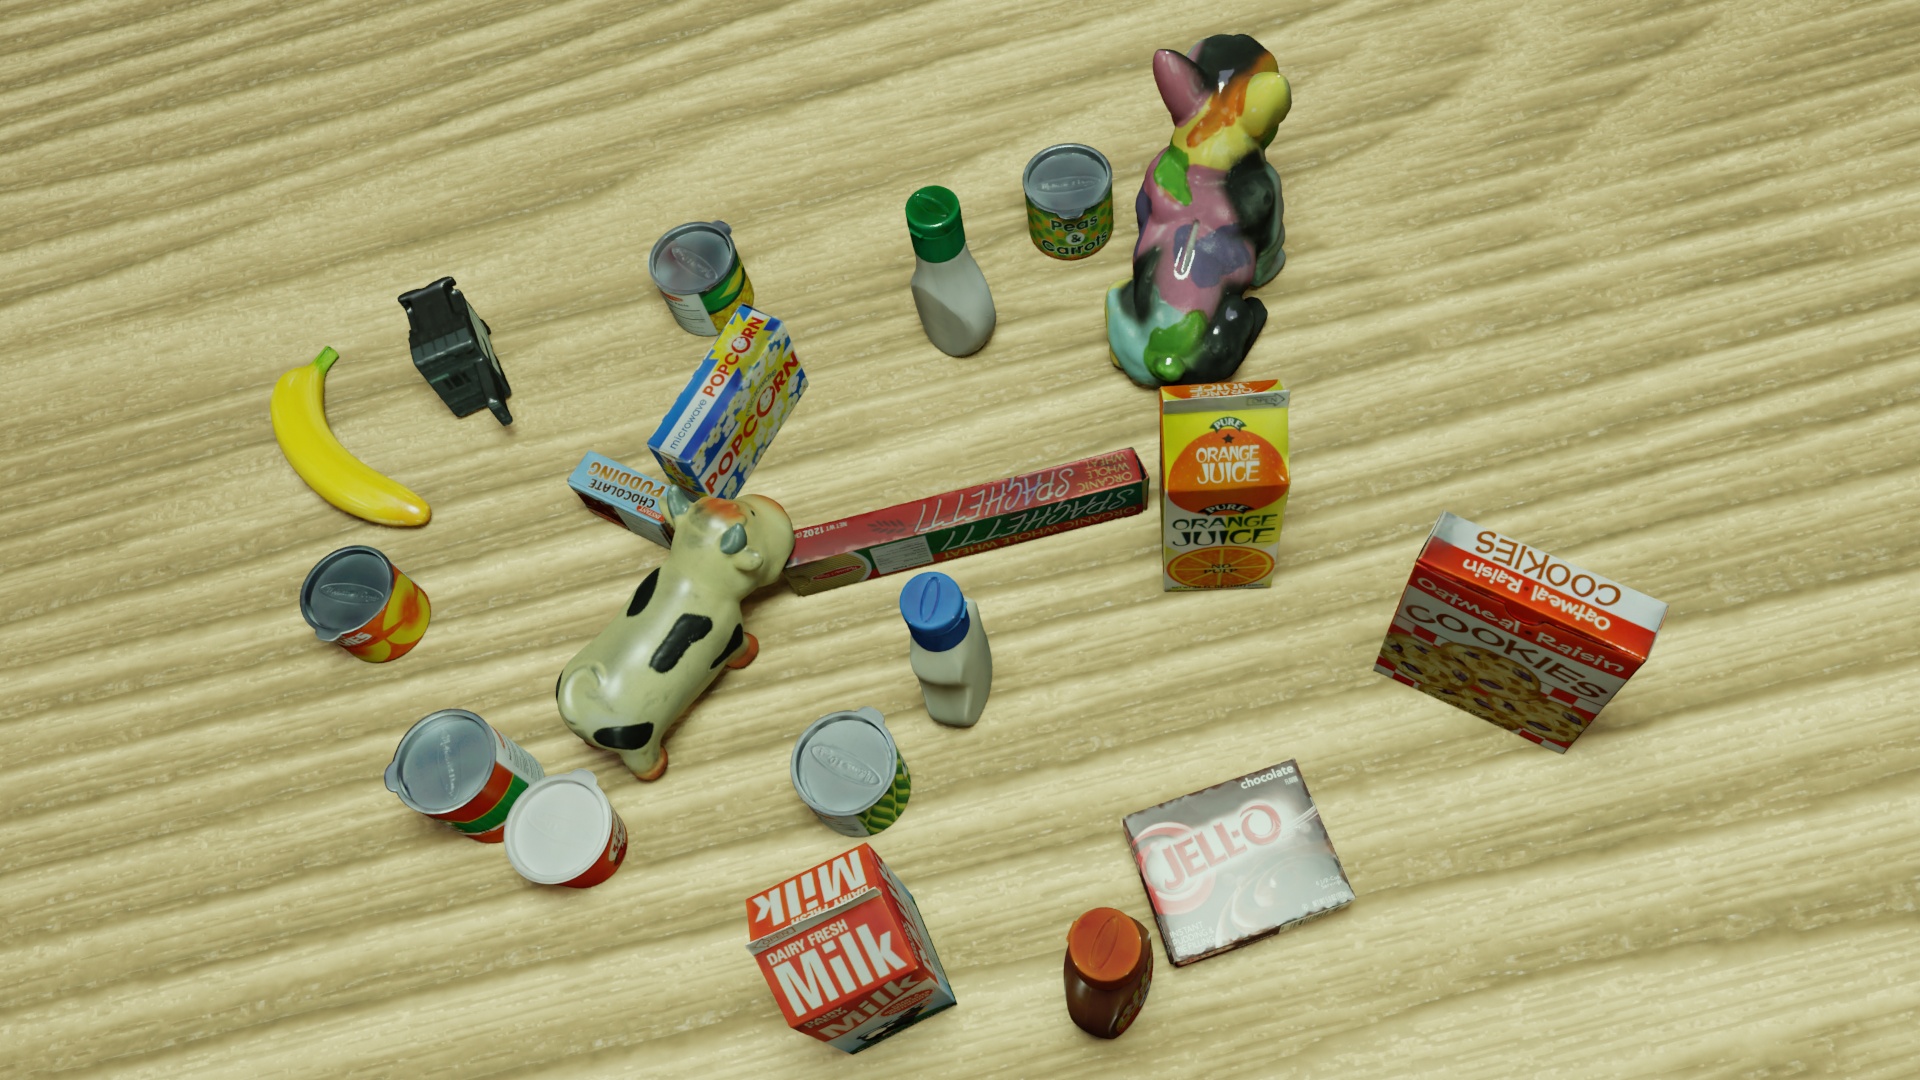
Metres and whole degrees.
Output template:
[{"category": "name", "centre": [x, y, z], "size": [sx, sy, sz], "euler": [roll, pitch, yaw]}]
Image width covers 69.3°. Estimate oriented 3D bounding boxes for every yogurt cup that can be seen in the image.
[{"category": "yogurt cup", "centre": [-0.244, 0.186, 0.873], "size": [0.072, 0.053, 0.072], "euler": [-3, 64, 6]}]

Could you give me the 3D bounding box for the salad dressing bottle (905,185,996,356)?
[{"category": "salad dressing bottle", "centre": [-0.009, -0.186, 0.971], "size": [0.064, 0.147, 0.044], "euler": [36, 74, 21]}]

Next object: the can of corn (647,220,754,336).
[{"category": "can of corn", "centre": [-0.193, -0.199, 1.052], "size": [0.071, 0.058, 0.071], "euler": [-3, 64, 6]}]

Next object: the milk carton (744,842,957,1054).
[{"category": "milk carton", "centre": [-0.060, 0.222, 0.754], "size": [0.072, 0.189, 0.073], "euler": [-24, 64, -4]}]

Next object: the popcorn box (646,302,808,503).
[{"category": "popcorn box", "centre": [-0.162, -0.090, 0.979], "size": [0.038, 0.085, 0.127], "euler": [23, 70, 18]}]

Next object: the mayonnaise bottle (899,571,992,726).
[{"category": "mayonnaise bottle", "centre": [-0.008, 0.064, 0.848], "size": [0.041, 0.147, 0.065], "euler": [7, 66, 11]}]

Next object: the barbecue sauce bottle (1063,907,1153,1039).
[{"category": "barbecue sauce bottle", "centre": [0.080, 0.231, 0.755], "size": [0.044, 0.148, 0.065], "euler": [21, 69, 17]}]

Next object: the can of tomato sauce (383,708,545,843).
[{"category": "can of tomato sauce", "centre": [-0.312, 0.152, 0.882], "size": [0.071, 0.082, 0.071], "euler": [-3, 64, 6]}]

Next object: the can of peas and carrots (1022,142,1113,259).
[{"category": "can of peas and carrots", "centre": [0.082, -0.251, 1.039], "size": [0.071, 0.058, 0.071], "euler": [-3, 64, 6]}]

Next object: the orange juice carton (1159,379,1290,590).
[{"category": "orange juice carton", "centre": [0.159, -0.039, 0.851], "size": [0.072, 0.192, 0.073], "euler": [-3, 64, 7]}]

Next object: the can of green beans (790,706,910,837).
[{"category": "can of green beans", "centre": [-0.067, 0.146, 0.866], "size": [0.071, 0.057, 0.071], "euler": [-3, 64, 6]}]

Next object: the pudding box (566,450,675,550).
[{"category": "pudding box", "centre": [-0.230, -0.027, 0.977], "size": [0.084, 0.049, 0.030], "euler": [23, 70, 18]}]

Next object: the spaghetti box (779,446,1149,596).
[{"category": "spaghetti box", "centre": [0.003, -0.012, 0.938], "size": [0.250, 0.050, 0.029], "euler": [-14, 63, 1]}]

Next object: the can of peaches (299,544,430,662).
[{"category": "can of peaches", "centre": [-0.412, 0.047, 0.961], "size": [0.071, 0.058, 0.071], "euler": [-3, 64, 6]}]

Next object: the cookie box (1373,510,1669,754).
[{"category": "cookie box", "centre": [0.313, 0.058, 0.797], "size": [0.123, 0.166, 0.040], "euler": [25, 70, 18]}]
